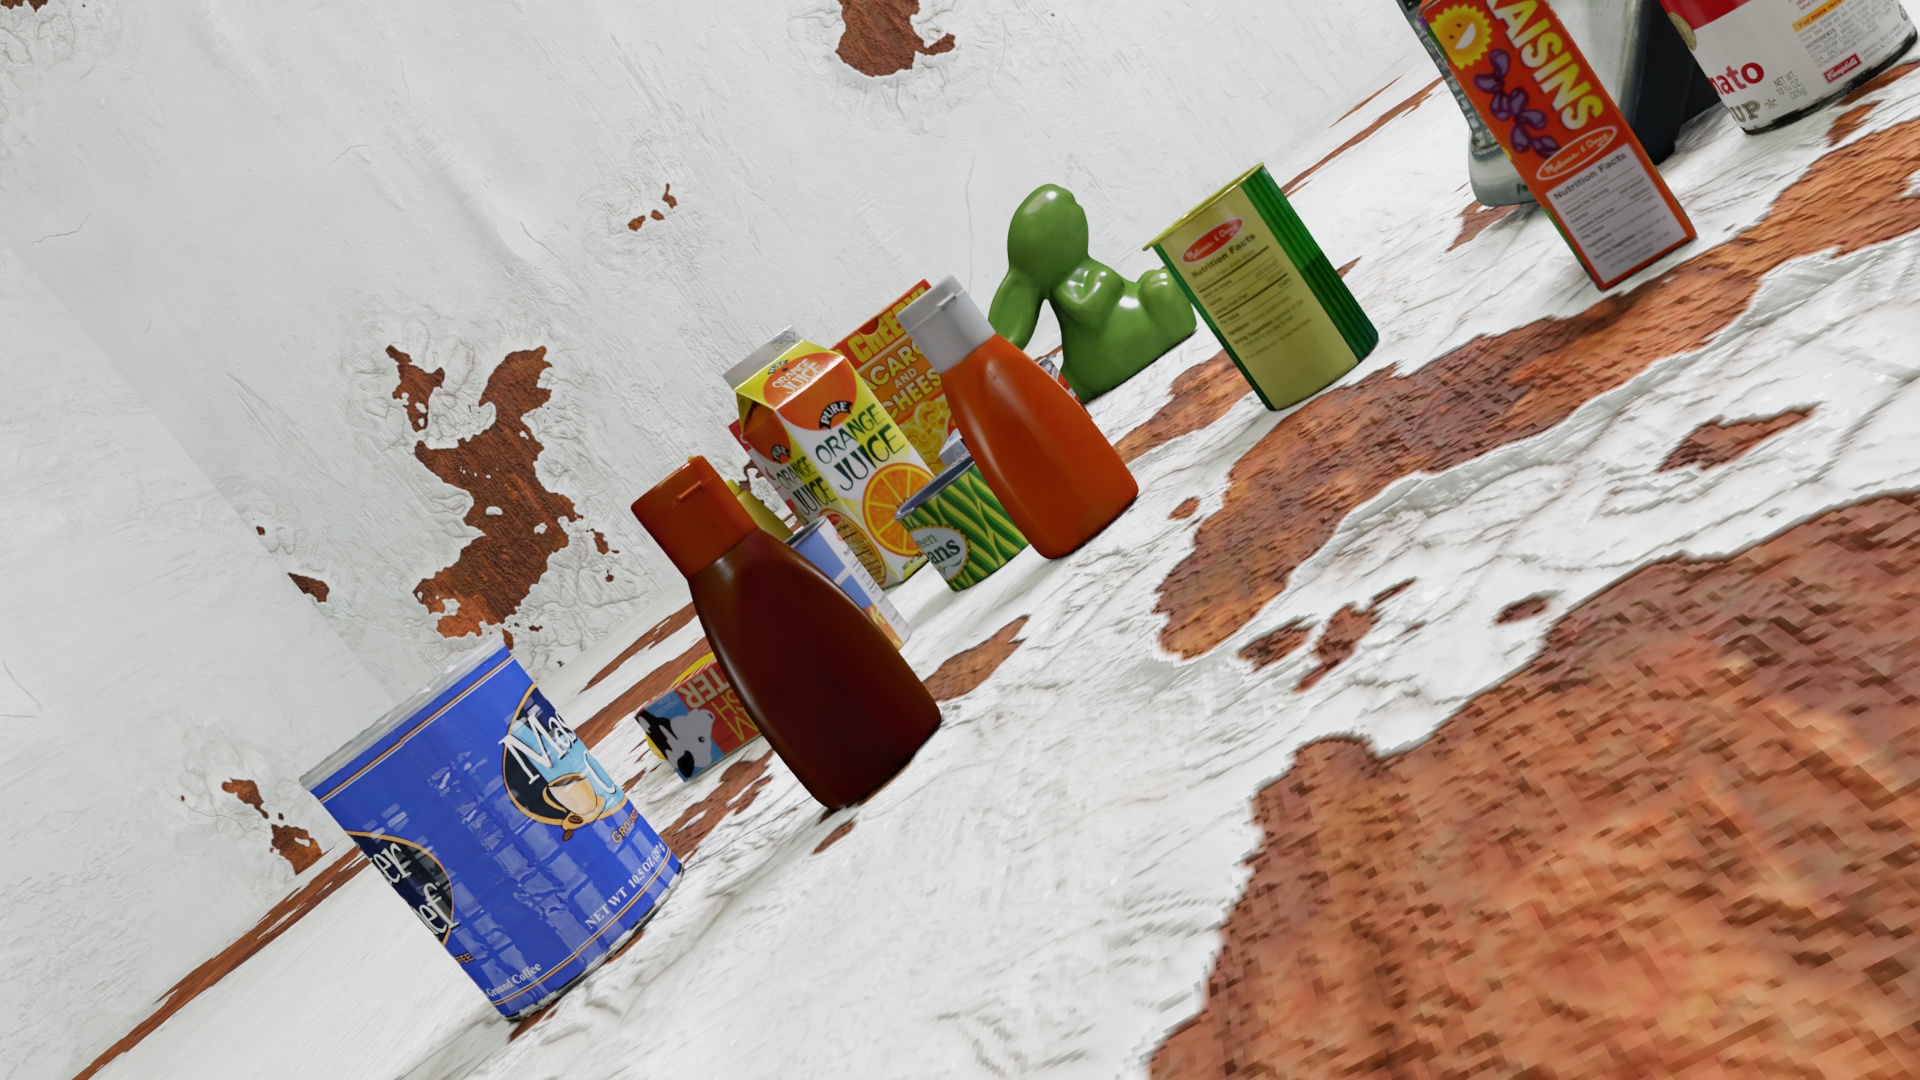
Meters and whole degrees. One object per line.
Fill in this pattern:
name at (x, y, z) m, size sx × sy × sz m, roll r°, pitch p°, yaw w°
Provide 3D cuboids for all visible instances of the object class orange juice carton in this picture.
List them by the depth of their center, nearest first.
orange juice carton at (-0.088, -0.060, 1.000) m, size 0.072 × 0.192 × 0.073 m, roll -41°, pitch 9°, yaw -28°

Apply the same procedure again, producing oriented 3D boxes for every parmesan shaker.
parmesan shaker at (0.147, -0.122, 0.682) m, size 0.071 × 0.103 × 0.071 m, roll -36°, pitch 8°, yaw 6°

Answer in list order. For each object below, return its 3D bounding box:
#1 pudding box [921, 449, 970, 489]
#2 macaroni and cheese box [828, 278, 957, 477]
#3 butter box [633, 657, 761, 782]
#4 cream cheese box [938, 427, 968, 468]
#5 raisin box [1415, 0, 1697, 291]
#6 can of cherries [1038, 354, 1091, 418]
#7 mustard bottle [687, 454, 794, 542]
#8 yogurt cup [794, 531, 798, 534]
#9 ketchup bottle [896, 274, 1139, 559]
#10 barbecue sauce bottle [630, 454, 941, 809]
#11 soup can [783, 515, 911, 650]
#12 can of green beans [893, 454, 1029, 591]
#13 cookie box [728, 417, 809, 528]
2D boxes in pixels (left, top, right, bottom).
pudding box at (0.019, -0.041, 0.953) m, size 0.084 × 0.049 × 0.030 m, roll -41°, pitch 9°, yaw -28°
macaroni and cheese box at (-0.029, -0.116, 1.161) m, size 0.123 × 0.166 × 0.040 m, roll -36°, pitch 8°, yaw 6°
butter box at (-0.138, 0.096, 0.823) m, size 0.103 × 0.053 × 0.024 m, roll -34°, pitch 8°, yaw 19°
cream cheese box at (0.013, -0.062, 1.081) m, size 0.024 × 0.053 × 0.104 m, roll -35°, pitch 8°, yaw 13°
raisin box at (0.222, -0.163, 0.524) m, size 0.040 × 0.123 × 0.086 m, roll -32°, pitch 9°, yaw 30°
can of cherries at (0.062, -0.102, 1.082) m, size 0.071 × 0.058 × 0.071 m, roll -36°, pitch 8°, yaw 6°
mustard bottle at (-0.151, 0.007, 0.998) m, size 0.065 × 0.160 × 0.049 m, roll -29°, pitch 11°, yaw 43°
yogurt cup at (-0.155, 0.032, 1.252) m, size 0.072 × 0.054 × 0.072 m, roll -36°, pitch 8°, yaw 6°
ketchup bottle at (0.026, -0.065, 0.708) m, size 0.065 × 0.148 × 0.043 m, roll -40°, pitch 8°, yaw -20°
barbecue sauce bottle at (-0.074, 0.034, 0.565) m, size 0.065 × 0.148 × 0.043 m, roll -40°, pitch 8°, yaw -23°
soup can at (-0.080, 0.040, 0.787) m, size 0.071 × 0.083 × 0.071 m, roll -36°, pitch 8°, yaw 6°
can of green beans at (0.005, -0.012, 0.816) m, size 0.071 × 0.058 × 0.071 m, roll -36°, pitch 8°, yaw 6°
cookie box at (-0.115, -0.071, 1.265) m, size 0.122 × 0.167 × 0.040 m, roll -32°, pitch 9°, yaw 33°
